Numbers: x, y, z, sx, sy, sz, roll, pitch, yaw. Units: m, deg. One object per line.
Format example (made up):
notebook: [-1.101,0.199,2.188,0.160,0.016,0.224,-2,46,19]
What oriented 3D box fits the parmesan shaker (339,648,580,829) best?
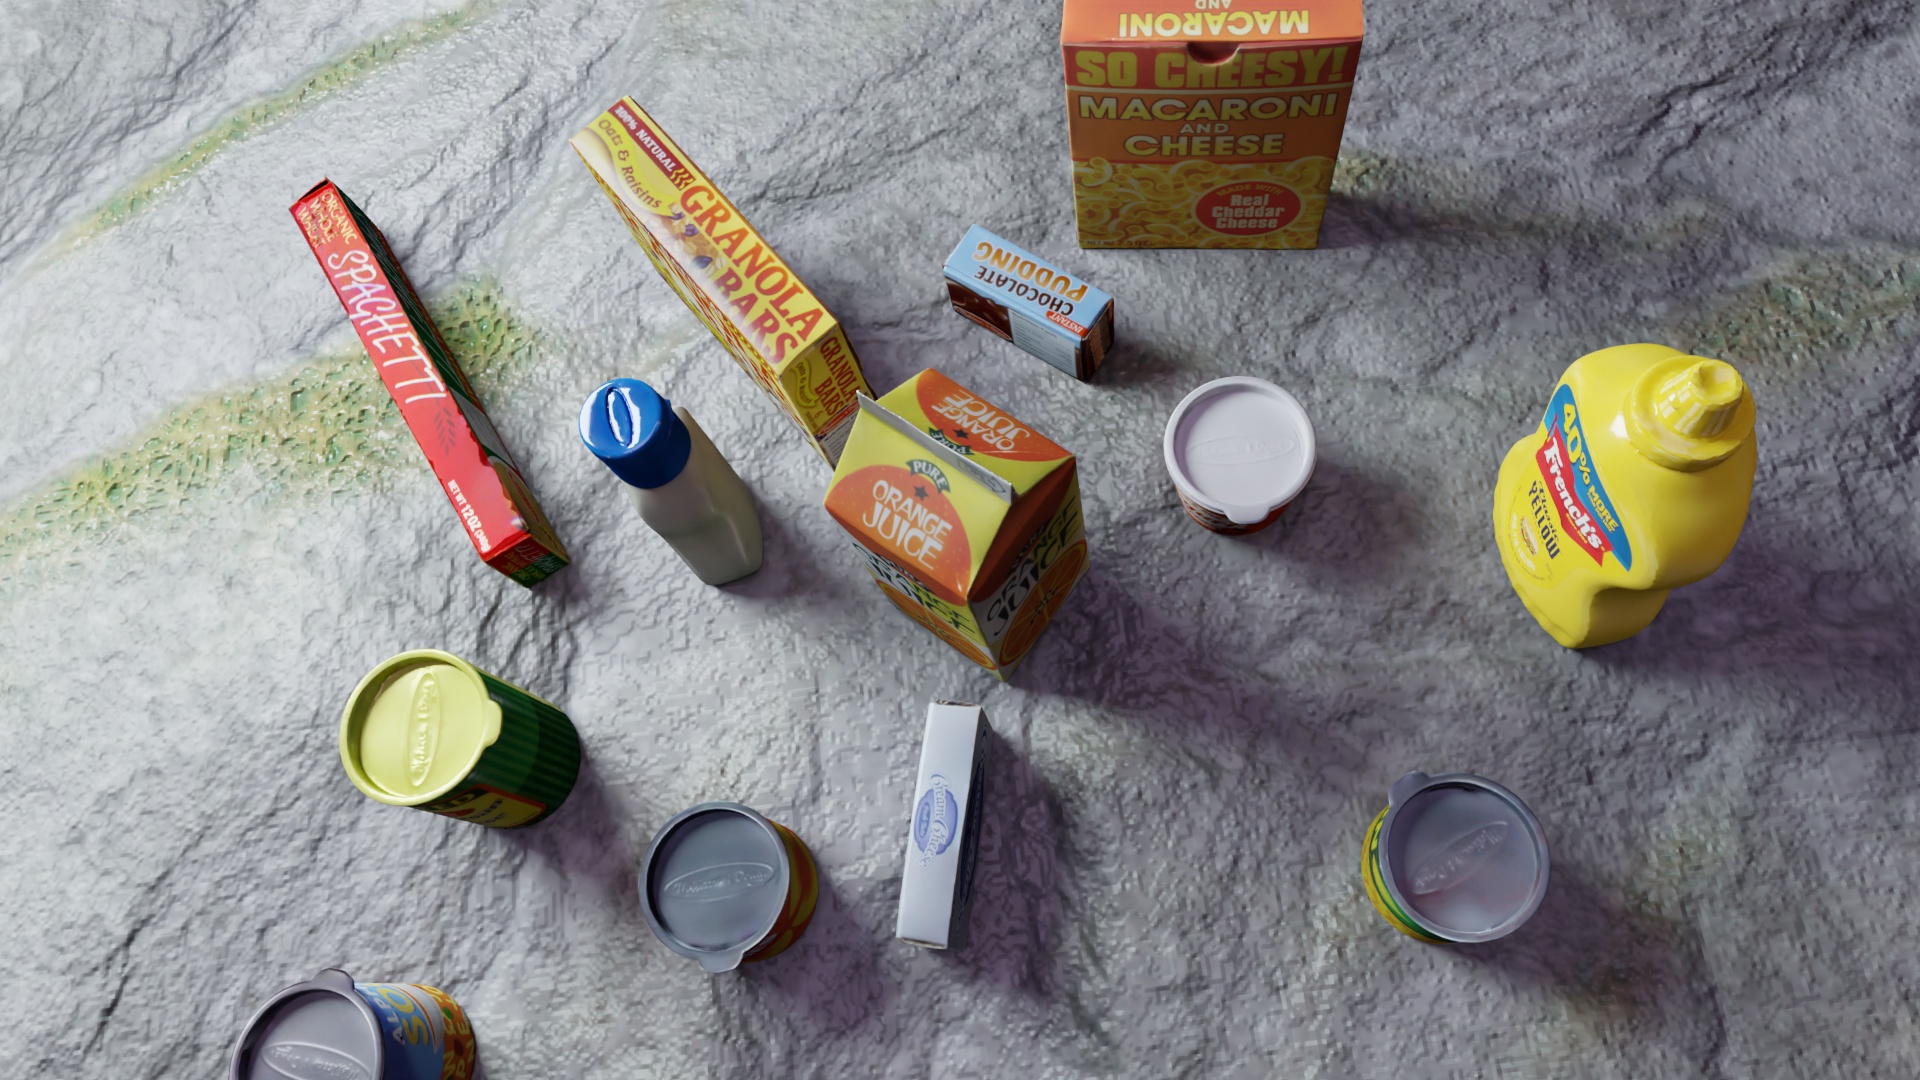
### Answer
parmesan shaker: [-0.218,0.093,0.625,0.071,0.103,0.071,-2,72,7]

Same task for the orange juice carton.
orange juice carton: [0.002,-0.007,0.582,0.072,0.192,0.073,34,79,16]

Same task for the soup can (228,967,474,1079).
soup can: [-0.257,0.222,0.597,0.071,0.083,0.071,-2,72,7]

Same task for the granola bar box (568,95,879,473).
granola bar box: [-0.107,-0.120,0.671,0.039,0.124,0.166,-40,71,-6]

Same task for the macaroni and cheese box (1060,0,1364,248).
macaroni and cheese box: [0.113,-0.192,0.644,0.124,0.166,0.040,2,72,8]

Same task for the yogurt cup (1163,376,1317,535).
yogurt cup: [0.129,-0.036,0.649,0.072,0.053,0.072,-2,71,7]

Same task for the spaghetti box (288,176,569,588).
spaghetti box: [-0.278,-0.085,0.721,0.029,0.050,0.250,-34,71,-4]

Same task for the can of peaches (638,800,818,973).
can of peaches: [-0.100,0.154,0.613,0.071,0.058,0.071,-2,71,7]

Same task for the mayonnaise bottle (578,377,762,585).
mayonnaise bottle: [-0.129,-0.028,0.630,0.041,0.147,0.065,-20,71,1]

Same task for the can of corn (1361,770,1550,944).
can of corn: [0.203,0.132,0.580,0.071,0.058,0.071,-2,71,7]

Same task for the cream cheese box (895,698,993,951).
cream cheese box: [-0.006,0.126,0.612,0.024,0.053,0.104,5,72,9]

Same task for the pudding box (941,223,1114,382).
pudding box: [0.034,-0.118,0.691,0.084,0.049,0.030,31,78,16]
